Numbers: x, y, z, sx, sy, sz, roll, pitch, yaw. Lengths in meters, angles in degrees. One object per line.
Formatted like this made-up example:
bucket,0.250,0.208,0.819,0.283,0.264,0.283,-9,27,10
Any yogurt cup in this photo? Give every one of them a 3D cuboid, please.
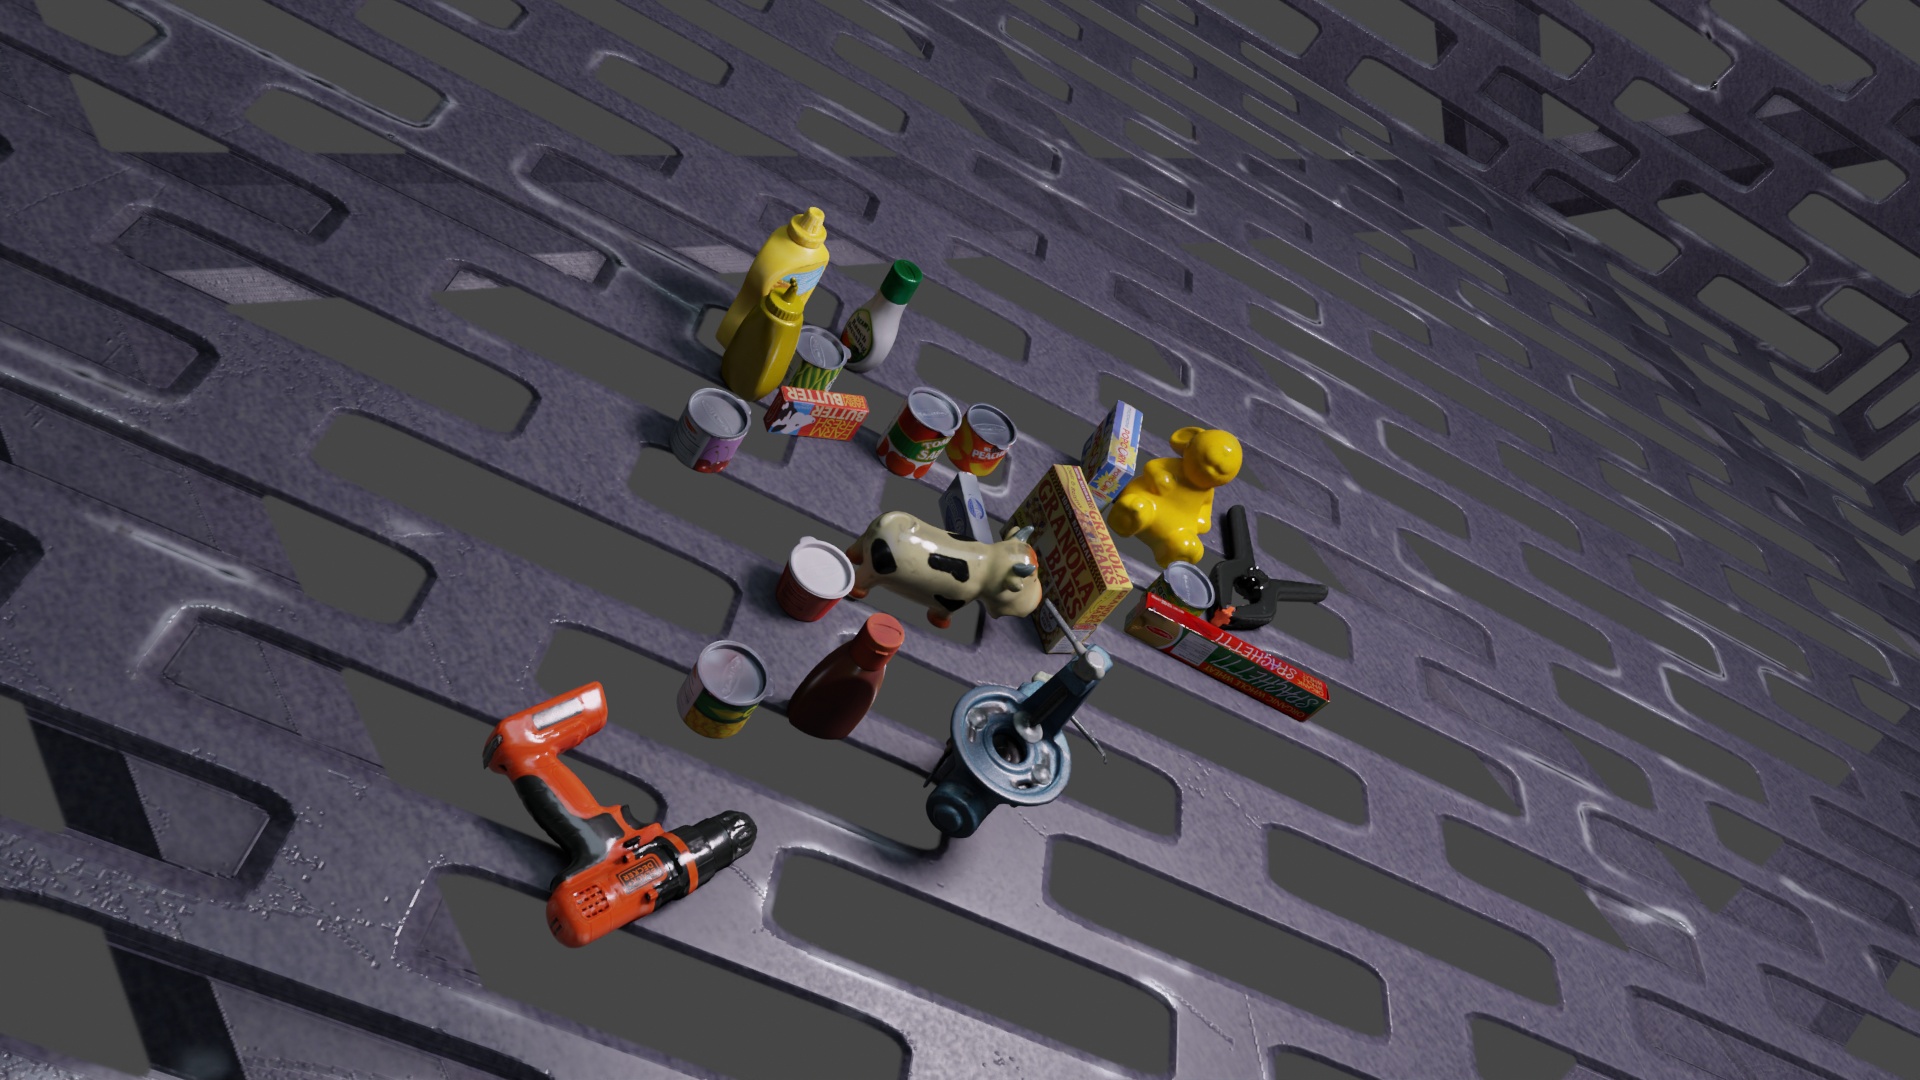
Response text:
yogurt cup,-0.143,0.042,1.343,0.072,0.053,0.073,20,43,-20

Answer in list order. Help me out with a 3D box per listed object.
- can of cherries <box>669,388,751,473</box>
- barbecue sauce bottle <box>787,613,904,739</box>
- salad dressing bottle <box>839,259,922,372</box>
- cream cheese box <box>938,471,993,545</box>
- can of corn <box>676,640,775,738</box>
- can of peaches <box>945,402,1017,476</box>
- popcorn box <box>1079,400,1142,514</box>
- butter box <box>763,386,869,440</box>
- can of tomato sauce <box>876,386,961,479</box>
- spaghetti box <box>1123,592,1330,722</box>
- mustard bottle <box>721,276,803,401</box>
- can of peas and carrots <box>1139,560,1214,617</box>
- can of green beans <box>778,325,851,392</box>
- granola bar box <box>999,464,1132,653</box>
can of cherries,-0.251,-0.111,1.405,0.071,0.058,0.072,20,43,-20
barbecue sauce bottle,-0.098,0.121,1.230,0.065,0.147,0.044,19,44,-21
salad dressing bottle,-0.091,-0.256,1.587,0.044,0.147,0.064,-8,58,-40
cream cheese box,0.005,-0.019,1.506,0.024,0.053,0.104,10,47,-29
can of corn,-0.205,0.132,1.212,0.071,0.058,0.071,20,43,-20
can of peaches,0.024,-0.114,1.605,0.071,0.057,0.071,20,43,-20
popcorn box,0.179,-0.099,1.680,0.038,0.084,0.127,28,41,-11
butter box,-0.156,-0.137,1.502,0.104,0.053,0.024,4,51,-33
can of tomato sauce,-0.046,-0.117,1.539,0.071,0.082,0.071,20,43,-20
spaghetti box,0.303,0.135,1.578,0.250,0.050,0.029,27,42,-12
mustard bottle,-0.200,-0.217,1.464,0.065,0.159,0.049,47,41,10
can of peas and carrots,0.246,0.066,1.594,0.071,0.058,0.071,20,43,-20
can of green beans,-0.168,-0.196,1.545,0.071,0.057,0.071,20,43,-20
granola bar box,0.111,0.020,1.491,0.039,0.123,0.166,4,51,-33
